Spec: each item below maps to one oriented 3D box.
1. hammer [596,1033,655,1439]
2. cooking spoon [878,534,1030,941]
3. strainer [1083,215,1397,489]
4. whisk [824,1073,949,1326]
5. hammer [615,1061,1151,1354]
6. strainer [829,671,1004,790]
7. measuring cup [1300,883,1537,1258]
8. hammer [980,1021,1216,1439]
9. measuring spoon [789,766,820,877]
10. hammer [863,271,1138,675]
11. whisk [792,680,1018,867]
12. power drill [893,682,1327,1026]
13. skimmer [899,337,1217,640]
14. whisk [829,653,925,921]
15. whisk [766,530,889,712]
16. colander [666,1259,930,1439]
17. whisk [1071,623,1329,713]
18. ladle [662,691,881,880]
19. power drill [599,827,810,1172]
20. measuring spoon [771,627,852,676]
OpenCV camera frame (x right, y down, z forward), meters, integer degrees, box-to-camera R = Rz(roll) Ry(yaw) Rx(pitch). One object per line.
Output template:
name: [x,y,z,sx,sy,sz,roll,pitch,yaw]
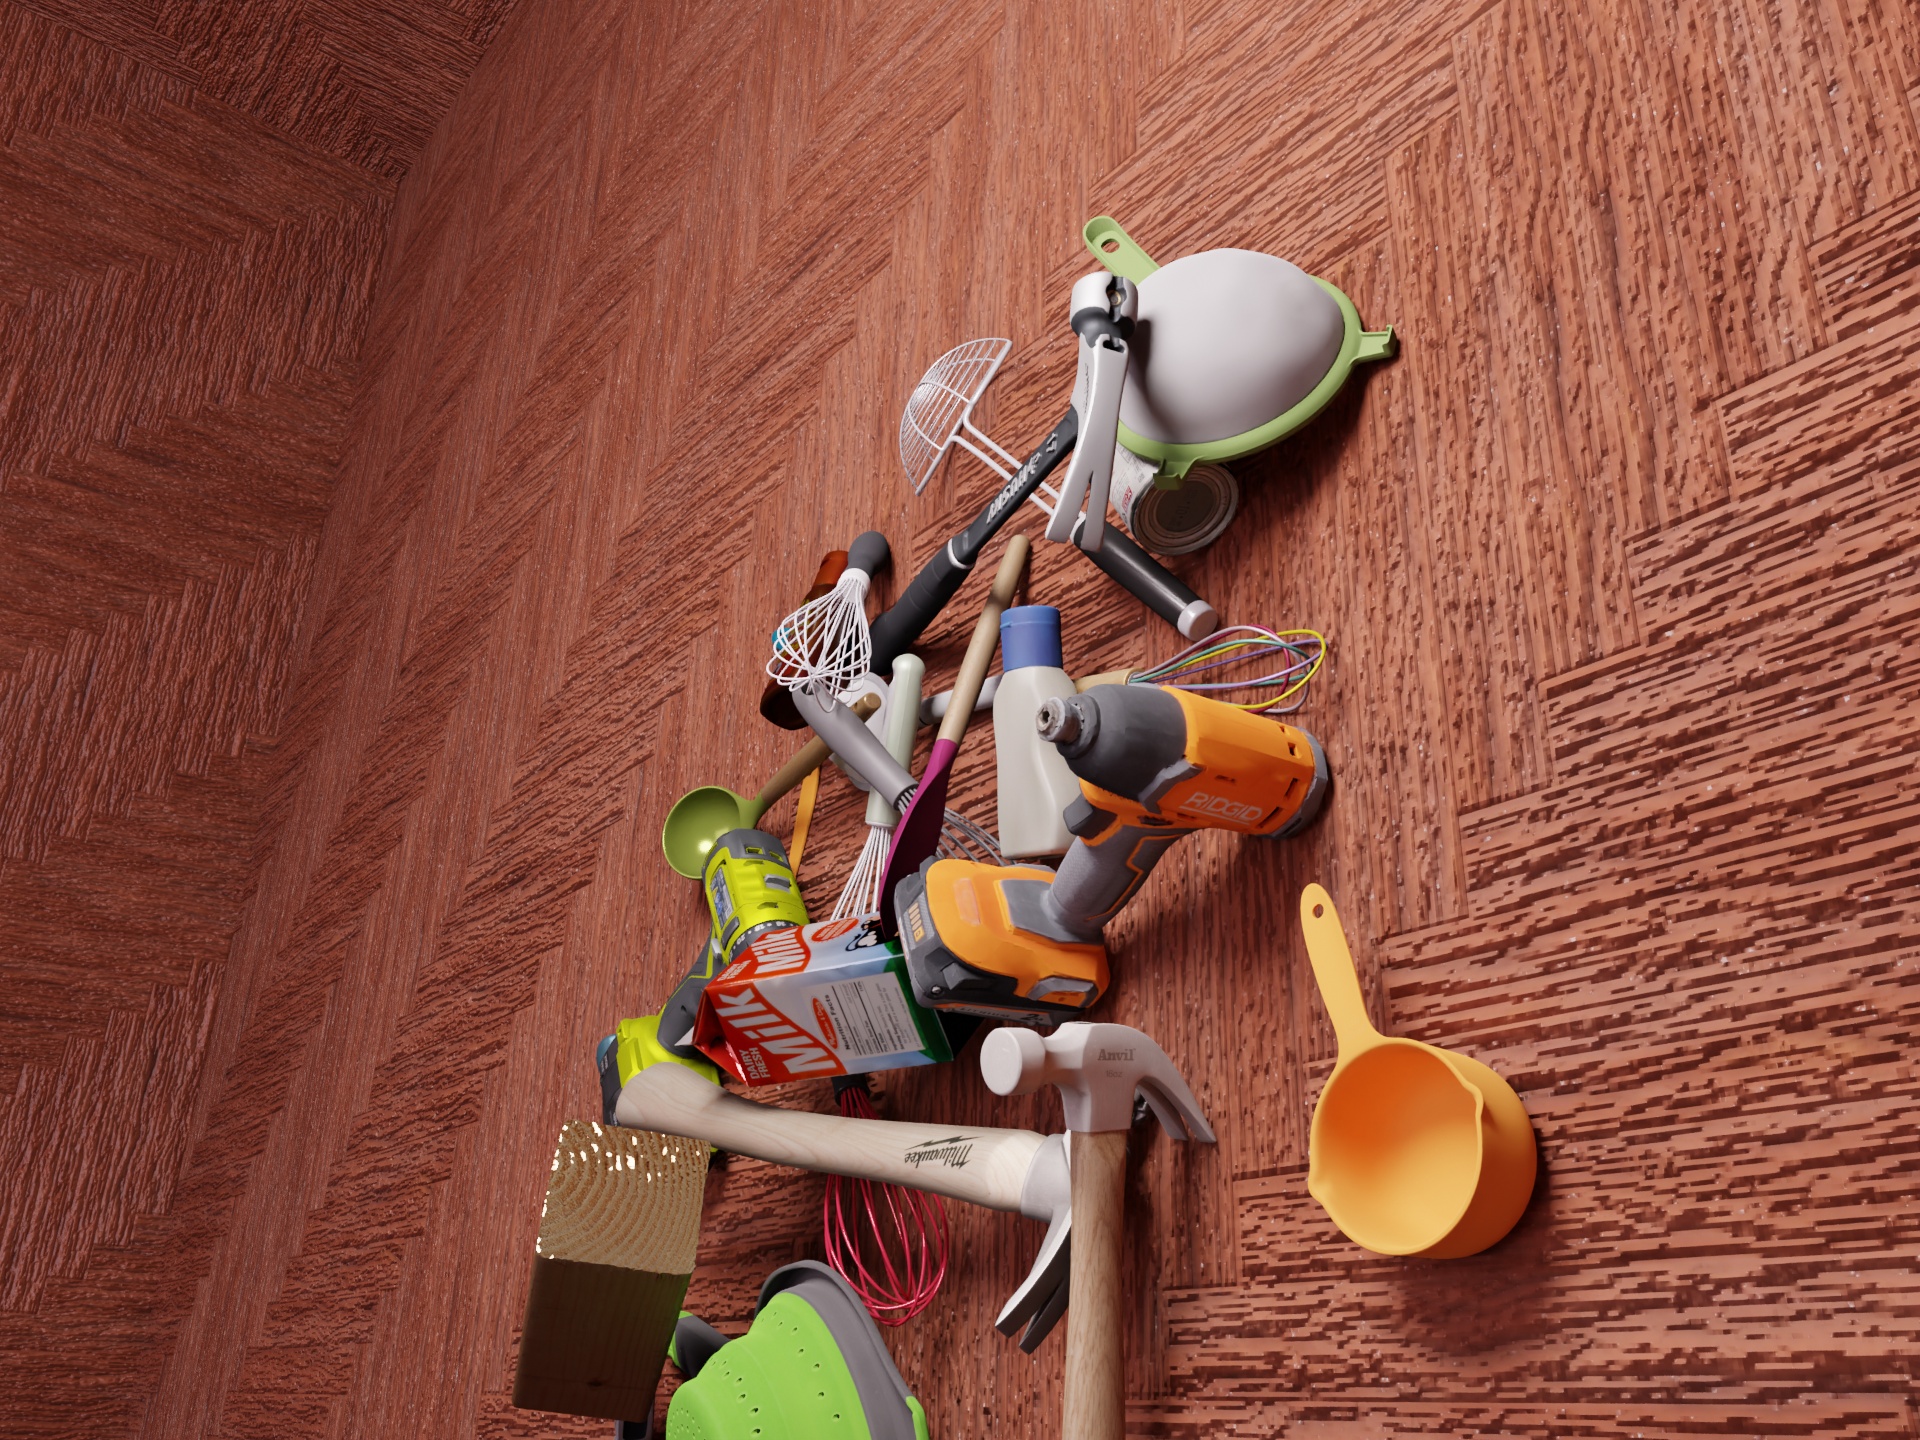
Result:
hammer: [-0.257,0.383,1.215,0.331,0.033,0.128,-108,23,-48]
cooking spoon: [-0.002,-0.003,0.982,0.017,0.068,0.319,8,51,15]
strainer: [0.122,-0.250,0.916,0.151,0.069,0.257,-32,46,3]
whisk: [-0.066,0.254,1.012,0.073,0.073,0.296,-55,30,22]
hammer: [-0.079,0.257,0.935,0.411,0.038,0.146,-5,45,44]
strainer: [-0.032,-0.005,1.104,0.258,0.050,0.087,-17,77,47]
measuring cup: [0.192,0.150,0.697,0.095,0.052,0.174,-44,40,34]
hammer: [0.066,0.312,0.760,0.031,0.130,0.331,-8,79,52]
measuring spoon: [-0.125,0.081,1.216,0.021,0.011,0.117,-6,69,54]
hammer: [0.008,-0.107,0.992,0.409,0.036,0.149,138,142,-63]
whisk: [-0.037,0.050,1.011,0.239,0.055,0.055,45,113,31]
power drill: [0.059,0.066,0.827,0.226,0.164,0.084,-48,42,34]
skimmer: [0.066,-0.145,1.042,0.127,0.090,0.364,-57,46,14]
whisk: [-0.054,0.077,1.059,0.058,0.059,0.246,165,114,-82]
whisk: [-0.080,-0.084,1.112,0.070,0.070,0.285,-55,10,23]
colander: [-0.145,0.426,0.964,0.397,0.094,0.204,-11,84,60]
whisk: [0.112,-0.020,0.902,0.245,0.051,0.047,-9,73,56]
ladle: [-0.143,0.045,1.175,0.320,0.062,0.078,-39,50,53]
power drill: [-0.175,0.216,1.146,0.228,0.080,0.191,-59,31,21]
measuring spoon: [-0.128,-0.062,1.281,0.129,0.021,0.042,18,89,55]
